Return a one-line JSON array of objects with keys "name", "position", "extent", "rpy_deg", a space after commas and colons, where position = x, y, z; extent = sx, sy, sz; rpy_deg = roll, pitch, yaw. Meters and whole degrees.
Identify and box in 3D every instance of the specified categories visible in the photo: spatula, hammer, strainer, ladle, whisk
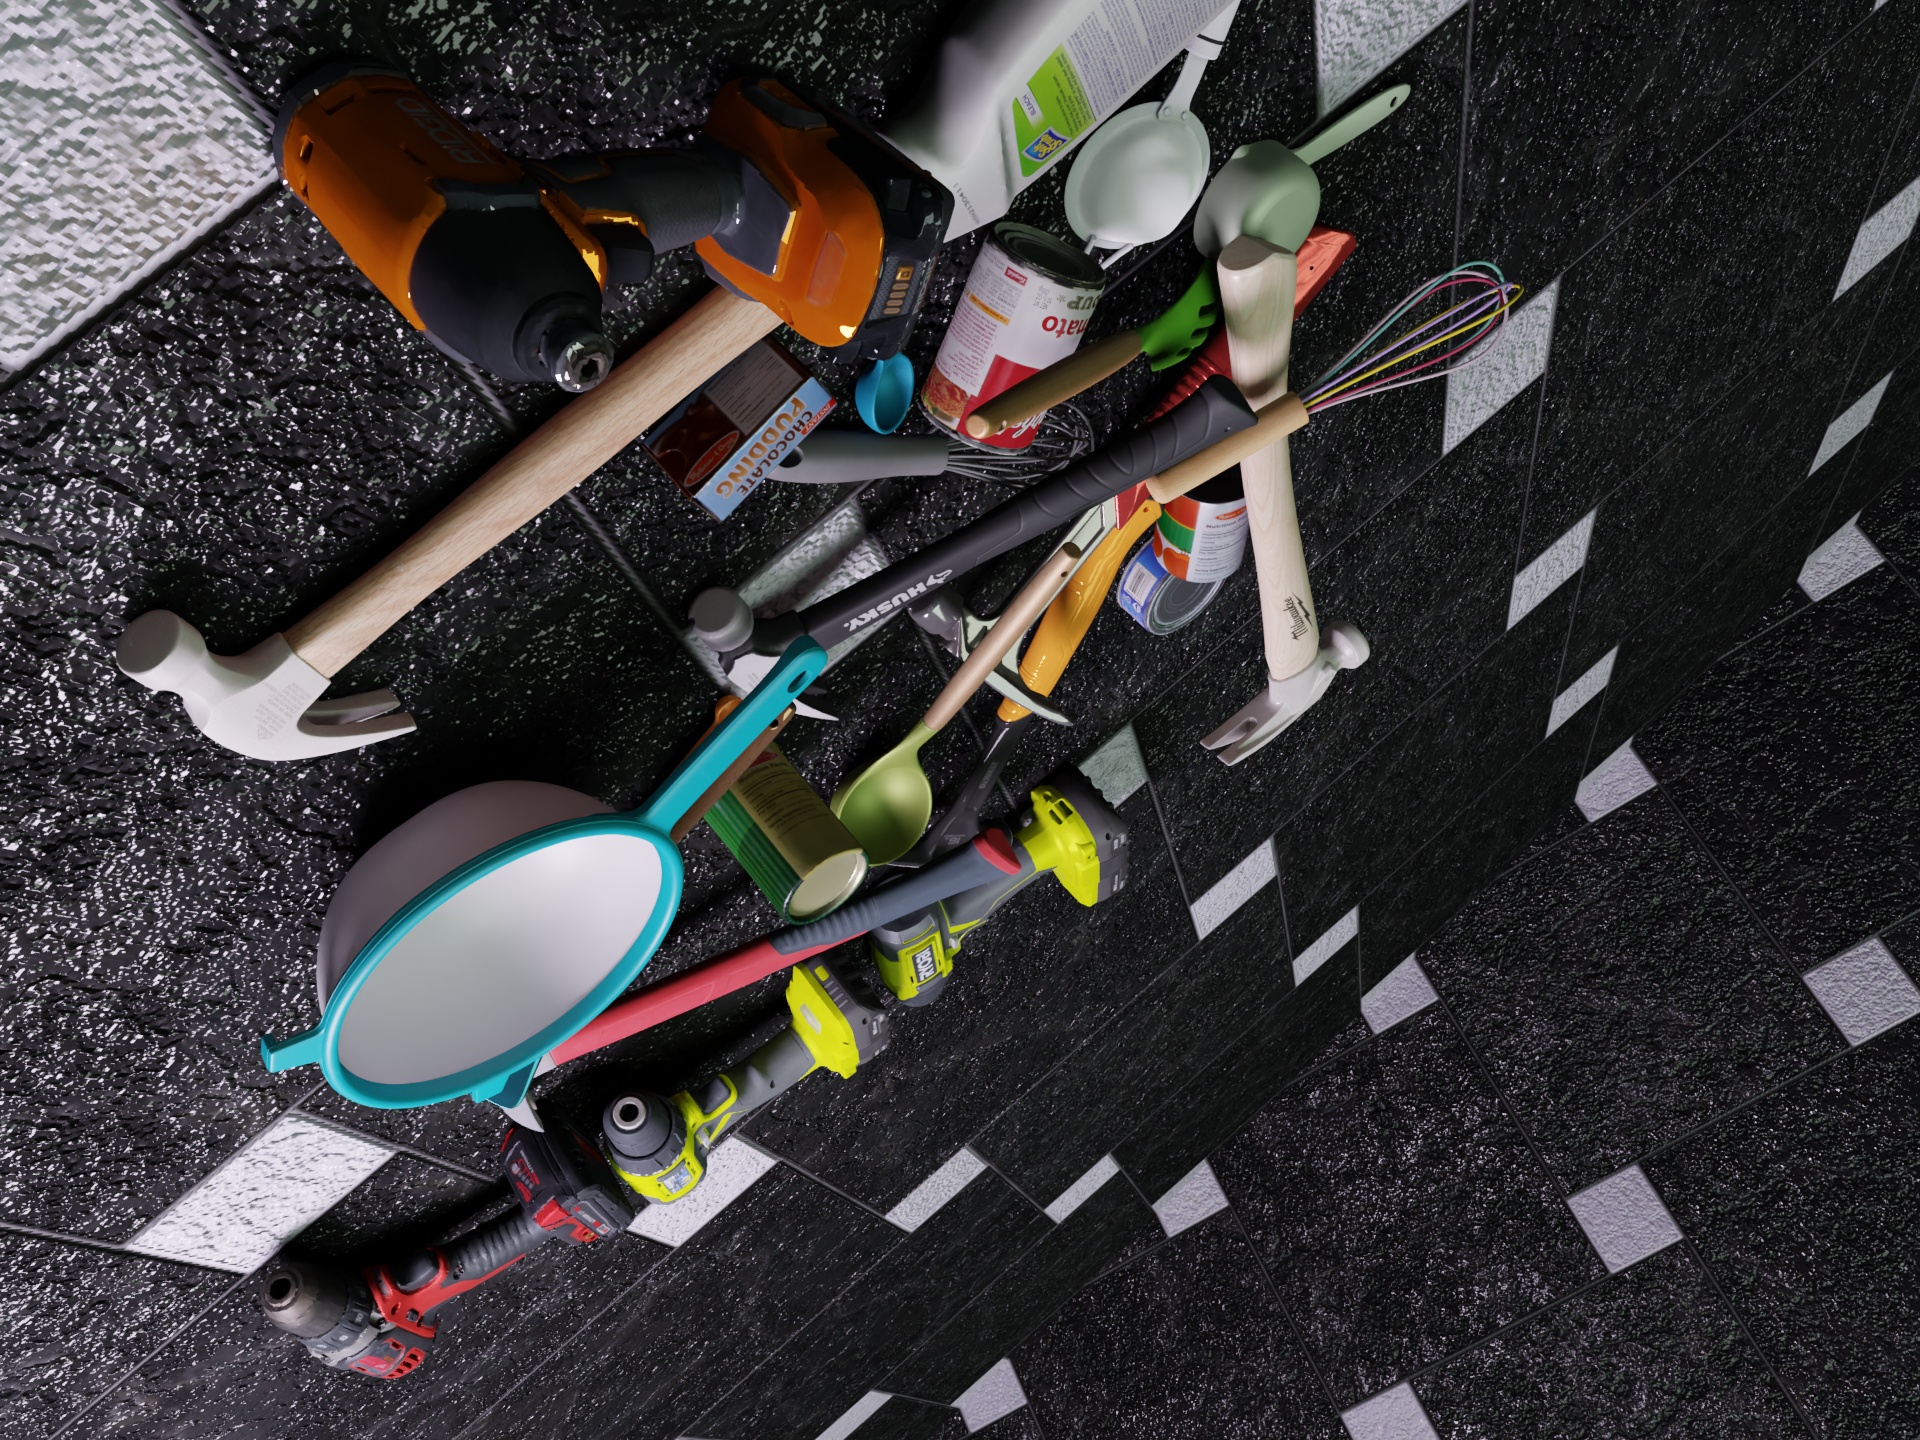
[{"name": "spatula", "position": [-0.205, 0.103, 0.956], "extent": [0.082, 0.044, 0.317], "rpy_deg": [39, 105, -19]}, {"name": "hammer", "position": [0.128, -0.165, 1.017], "extent": [0.149, 0.037, 0.359], "rpy_deg": [36, 97, -36]}, {"name": "strainer", "position": [-0.217, 0.058, 0.859], "extent": [0.340, 0.095, 0.210], "rpy_deg": [-45, 155, 0]}, {"name": "ladle", "position": [-0.002, -0.003, 1.009], "extent": [0.078, 0.062, 0.320], "rpy_deg": [-7, 152, -34]}, {"name": "hammer", "position": [0.046, -0.028, 1.129], "extent": [0.127, 0.034, 0.336], "rpy_deg": [2, 126, -40]}, {"name": "strainer", "position": [0.121, -0.337, 0.811], "extent": [0.086, 0.050, 0.258], "rpy_deg": [-1, 129, -32]}, {"name": "hammer", "position": [0.199, -0.132, 1.045], "extent": [0.146, 0.038, 0.410], "rpy_deg": [-38, 142, -14]}, {"name": "hammer", "position": [-0.137, 0.171, 1.099], "extent": [0.386, 0.038, 0.143], "rpy_deg": [-22, 148, -14]}, {"name": "whisk", "position": [-0.014, -0.151, 0.885], "extent": [0.239, 0.055, 0.055], "rpy_deg": [-10, 138, -39]}, {"name": "whisk", "position": [0.219, -0.196, 0.932], "extent": [0.245, 0.047, 0.051], "rpy_deg": [-30, 138, 3]}, {"name": "hammer", "position": [-0.204, -0.100, 0.722], "extent": [0.331, 0.031, 0.130], "rpy_deg": [-40, 151, -6]}, {"name": "hammer", "position": [0.018, -0.103, 0.914], "extent": [0.335, 0.035, 0.146], "rpy_deg": [-28, 154, 4]}]

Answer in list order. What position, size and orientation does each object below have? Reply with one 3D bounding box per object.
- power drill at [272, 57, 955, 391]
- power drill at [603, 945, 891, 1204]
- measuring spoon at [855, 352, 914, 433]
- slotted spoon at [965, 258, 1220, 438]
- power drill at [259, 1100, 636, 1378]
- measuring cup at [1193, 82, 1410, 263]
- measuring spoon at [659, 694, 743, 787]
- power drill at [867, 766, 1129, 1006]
[{"name": "power drill", "position": [-0.112, -0.180, 0.595], "extent": [0.226, 0.164, 0.084], "rpy_deg": [-18, 142, -42]}, {"name": "power drill", "position": [-0.167, 0.269, 1.205], "extent": [0.228, 0.080, 0.190], "rpy_deg": [-35, 159, -17]}, {"name": "measuring spoon", "position": [-0.046, -0.203, 0.805], "extent": [0.042, 0.021, 0.128], "rpy_deg": [-54, 152, -36]}, {"name": "slotted spoon", "position": [0.079, -0.193, 0.846], "extent": [0.314, 0.031, 0.070], "rpy_deg": [-40, 160, -53]}, {"name": "power drill", "position": [-0.362, 0.370, 1.121], "extent": [0.226, 0.080, 0.187], "rpy_deg": [-34, 150, -11]}, {"name": "measuring cup", "position": [0.213, -0.324, 0.943], "extent": [0.167, 0.038, 0.083], "rpy_deg": [-36, 151, -8]}, {"name": "measuring spoon", "position": [-0.168, 0.027, 0.968], "extent": [0.117, 0.011, 0.021], "rpy_deg": [-50, 152, 21]}, {"name": "power drill", "position": [0.027, 0.147, 1.315], "extent": [0.223, 0.080, 0.171], "rpy_deg": [-31, 149, -15]}]
